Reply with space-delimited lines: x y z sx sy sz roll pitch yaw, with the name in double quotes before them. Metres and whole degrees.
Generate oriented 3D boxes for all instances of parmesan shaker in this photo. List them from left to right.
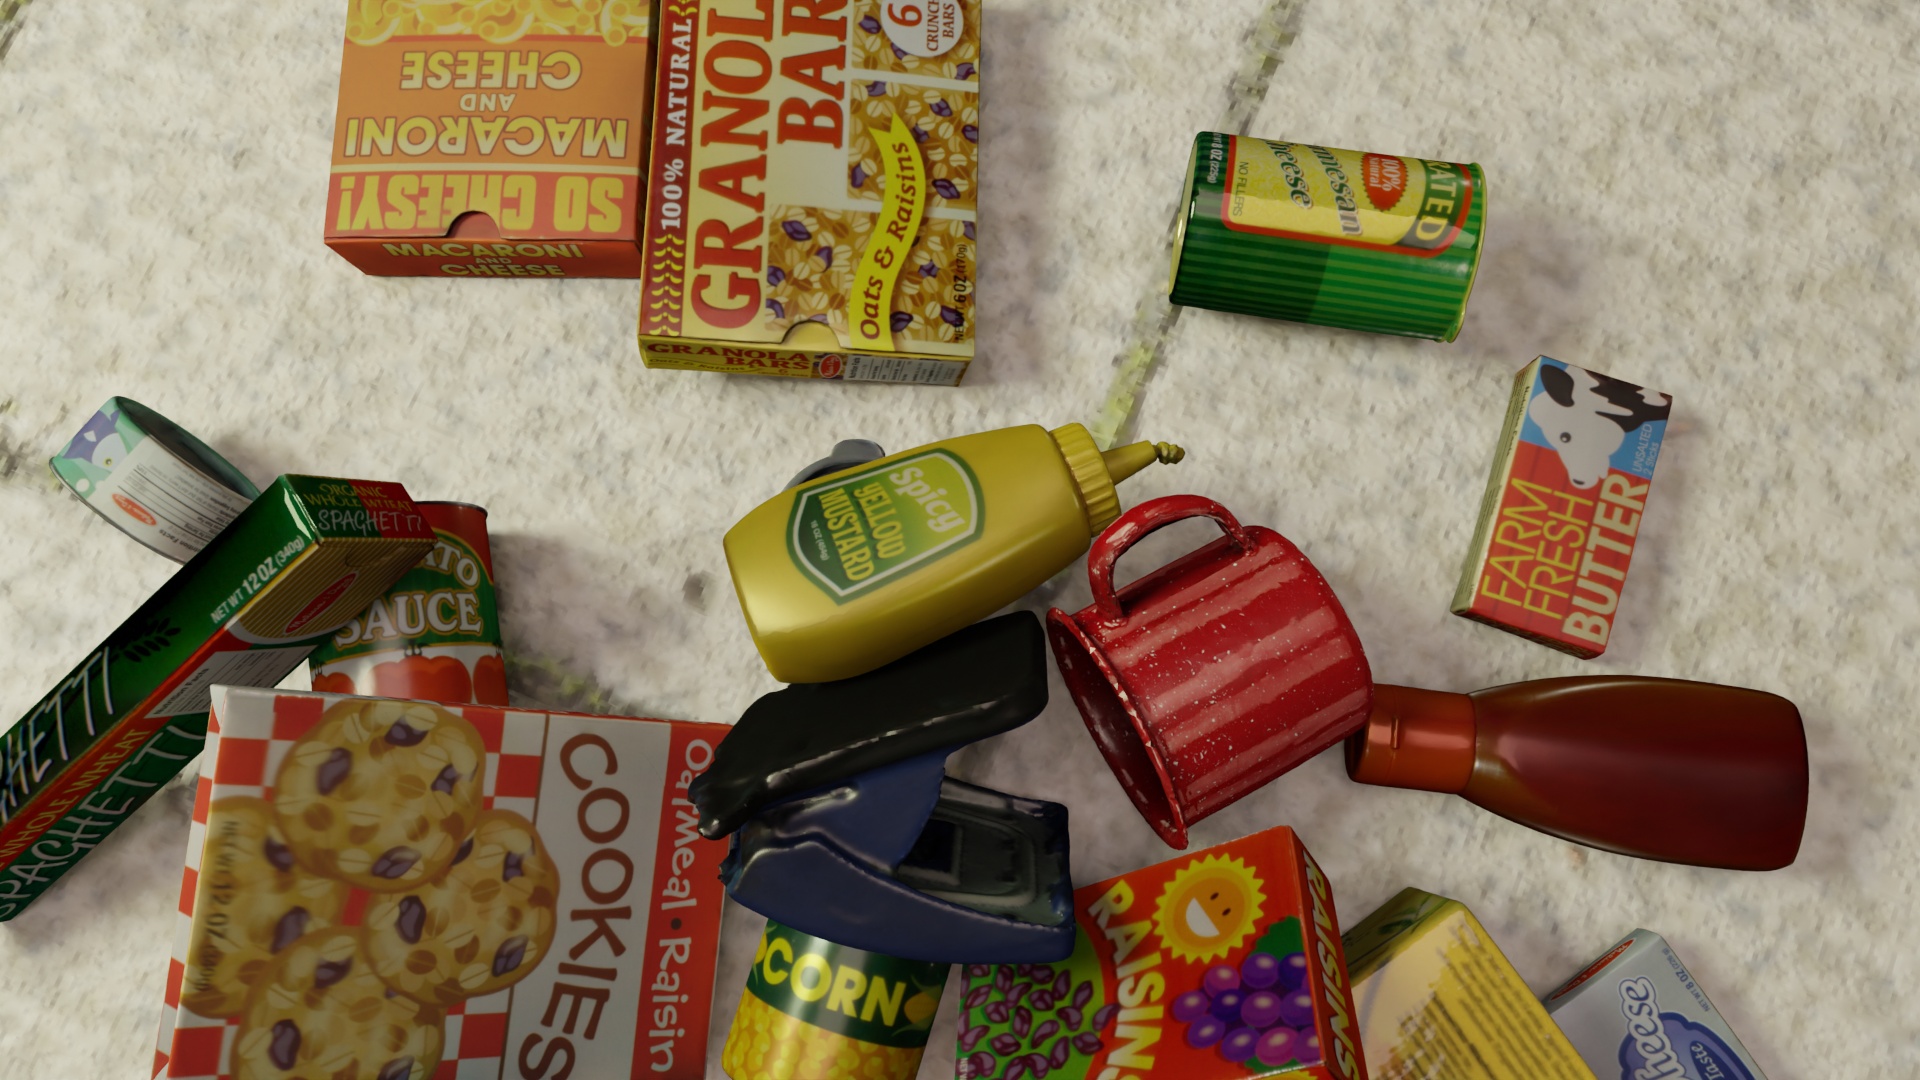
"parmesan shaker" 0.134 -0.112 0.517 0.103 0.071 0.071 8 80 3

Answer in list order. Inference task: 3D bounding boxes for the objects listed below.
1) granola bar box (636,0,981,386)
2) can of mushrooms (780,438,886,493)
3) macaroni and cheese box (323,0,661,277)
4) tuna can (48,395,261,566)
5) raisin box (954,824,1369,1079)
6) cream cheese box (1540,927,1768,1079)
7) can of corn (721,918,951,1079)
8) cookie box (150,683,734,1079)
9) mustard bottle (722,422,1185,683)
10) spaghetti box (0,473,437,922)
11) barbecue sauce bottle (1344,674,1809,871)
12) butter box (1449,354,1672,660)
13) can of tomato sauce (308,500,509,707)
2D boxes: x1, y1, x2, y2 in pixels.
"granola bar box" -0.056 -0.147 0.535 0.124 0.039 0.166 3 80 -9
"can of mushrooms" -0.038 0.000 0.521 0.071 0.033 0.071 0 80 3
"macaroni and cheese box" -0.181 -0.191 0.558 0.124 0.040 0.166 1 79 3
"tuna can" -0.298 -0.022 0.519 0.071 0.071 0.033 39 83 8
"raisin box" 0.061 0.151 0.443 0.123 0.086 0.040 -24 123 22
"cream cheese box" 0.249 0.194 0.480 0.053 0.024 0.104 -34 80 -3
"can of corn" -0.042 0.159 0.472 0.071 0.071 0.058 18 82 5
"cookie box" -0.159 0.115 0.454 0.167 0.040 0.123 10 81 -34
"mustard bottle" 0.002 -0.006 0.474 0.160 0.048 0.065 -23 59 -4
"spaghetti box" -0.281 0.062 0.469 0.249 0.050 0.029 -37 75 16
"barbecue sauce bottle" 0.215 0.077 0.493 0.148 0.043 0.065 7 80 4
"butter box" 0.224 -0.012 0.519 0.053 0.024 0.103 18 80 6
"can of tomato sauce" -0.201 0.033 0.502 0.071 0.071 0.083 -11 80 0
